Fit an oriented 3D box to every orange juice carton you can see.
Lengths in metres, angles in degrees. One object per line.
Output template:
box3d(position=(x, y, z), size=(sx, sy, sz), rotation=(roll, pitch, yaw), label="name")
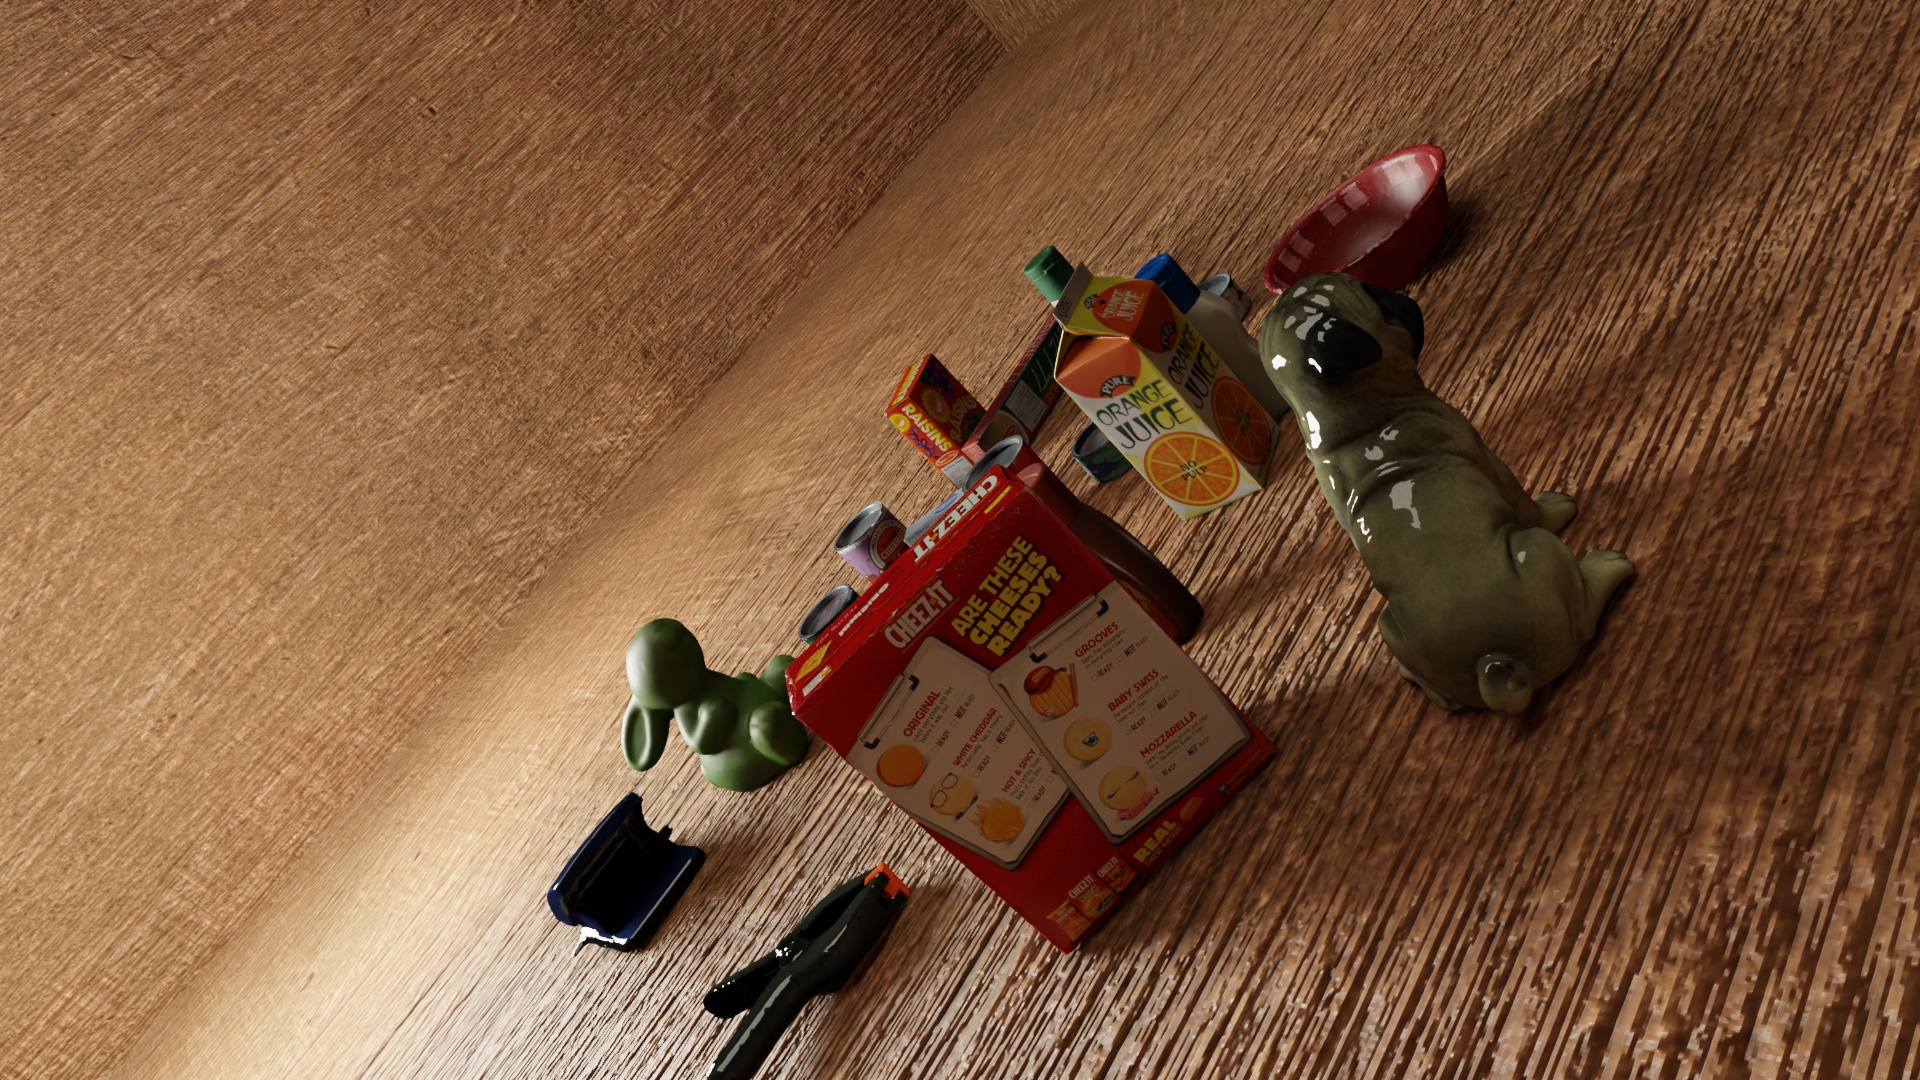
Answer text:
box3d(position=(0.136, -0.111, 0.983), size=(0.072, 0.192, 0.072), rotation=(-27, 26, 42), label="orange juice carton")

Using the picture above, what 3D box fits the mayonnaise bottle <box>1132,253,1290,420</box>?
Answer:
box3d(position=(0.185, -0.146, 1.024), size=(0.064, 0.148, 0.041), rotation=(-37, 21, 21), label="mayonnaise bottle")

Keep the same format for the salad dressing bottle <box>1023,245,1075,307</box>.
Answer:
box3d(position=(0.119, -0.205, 1.272), size=(0.064, 0.147, 0.044), rotation=(-44, 19, 3), label="salad dressing bottle")

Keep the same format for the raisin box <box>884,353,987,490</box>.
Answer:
box3d(position=(-0.012, -0.115, 1.385), size=(0.040, 0.123, 0.086), rotation=(-30, 24, 36), label="raisin box")

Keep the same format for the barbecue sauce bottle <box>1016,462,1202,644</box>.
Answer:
box3d(position=(0.088, 0.012, 0.898), size=(0.064, 0.148, 0.044), rotation=(-23, 29, 46), label="barbecue sauce bottle")

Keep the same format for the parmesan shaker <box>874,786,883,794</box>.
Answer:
box3d(position=(0.007, 0.155, 0.841), size=(0.071, 0.103, 0.071), rotation=(-39, 20, 17), label="parmesan shaker")

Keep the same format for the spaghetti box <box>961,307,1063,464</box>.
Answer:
box3d(position=(0.079, -0.163, 1.410), size=(0.028, 0.050, 0.251), rotation=(-20, 31, 50), label="spaghetti box")

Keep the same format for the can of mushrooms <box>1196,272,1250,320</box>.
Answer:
box3d(position=(0.222, -0.205, 1.238), size=(0.071, 0.033, 0.071), rotation=(-38, 21, 17), label="can of mushrooms")

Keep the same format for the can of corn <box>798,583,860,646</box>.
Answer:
box3d(position=(-0.103, 0.082, 1.270), size=(0.071, 0.058, 0.071), rotation=(-38, 20, 17), label="can of corn")

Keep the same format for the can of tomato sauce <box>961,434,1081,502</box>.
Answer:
box3d(position=(0.053, -0.035, 1.158), size=(0.071, 0.083, 0.071), rotation=(-38, 20, 17), label="can of tomato sauce")

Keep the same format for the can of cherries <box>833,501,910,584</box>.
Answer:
box3d(position=(-0.082, 0.004, 1.382), size=(0.071, 0.058, 0.072), rotation=(-38, 20, 17), label="can of cherries")

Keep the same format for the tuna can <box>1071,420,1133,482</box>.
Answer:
box3d(position=(0.131, -0.084, 1.177), size=(0.071, 0.033, 0.071), rotation=(-38, 21, 17), label="tuna can")

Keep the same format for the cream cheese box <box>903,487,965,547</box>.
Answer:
box3d(position=(0.004, -0.016, 1.260), size=(0.103, 0.053, 0.024), rotation=(-36, 21, 23), label="cream cheese box")
